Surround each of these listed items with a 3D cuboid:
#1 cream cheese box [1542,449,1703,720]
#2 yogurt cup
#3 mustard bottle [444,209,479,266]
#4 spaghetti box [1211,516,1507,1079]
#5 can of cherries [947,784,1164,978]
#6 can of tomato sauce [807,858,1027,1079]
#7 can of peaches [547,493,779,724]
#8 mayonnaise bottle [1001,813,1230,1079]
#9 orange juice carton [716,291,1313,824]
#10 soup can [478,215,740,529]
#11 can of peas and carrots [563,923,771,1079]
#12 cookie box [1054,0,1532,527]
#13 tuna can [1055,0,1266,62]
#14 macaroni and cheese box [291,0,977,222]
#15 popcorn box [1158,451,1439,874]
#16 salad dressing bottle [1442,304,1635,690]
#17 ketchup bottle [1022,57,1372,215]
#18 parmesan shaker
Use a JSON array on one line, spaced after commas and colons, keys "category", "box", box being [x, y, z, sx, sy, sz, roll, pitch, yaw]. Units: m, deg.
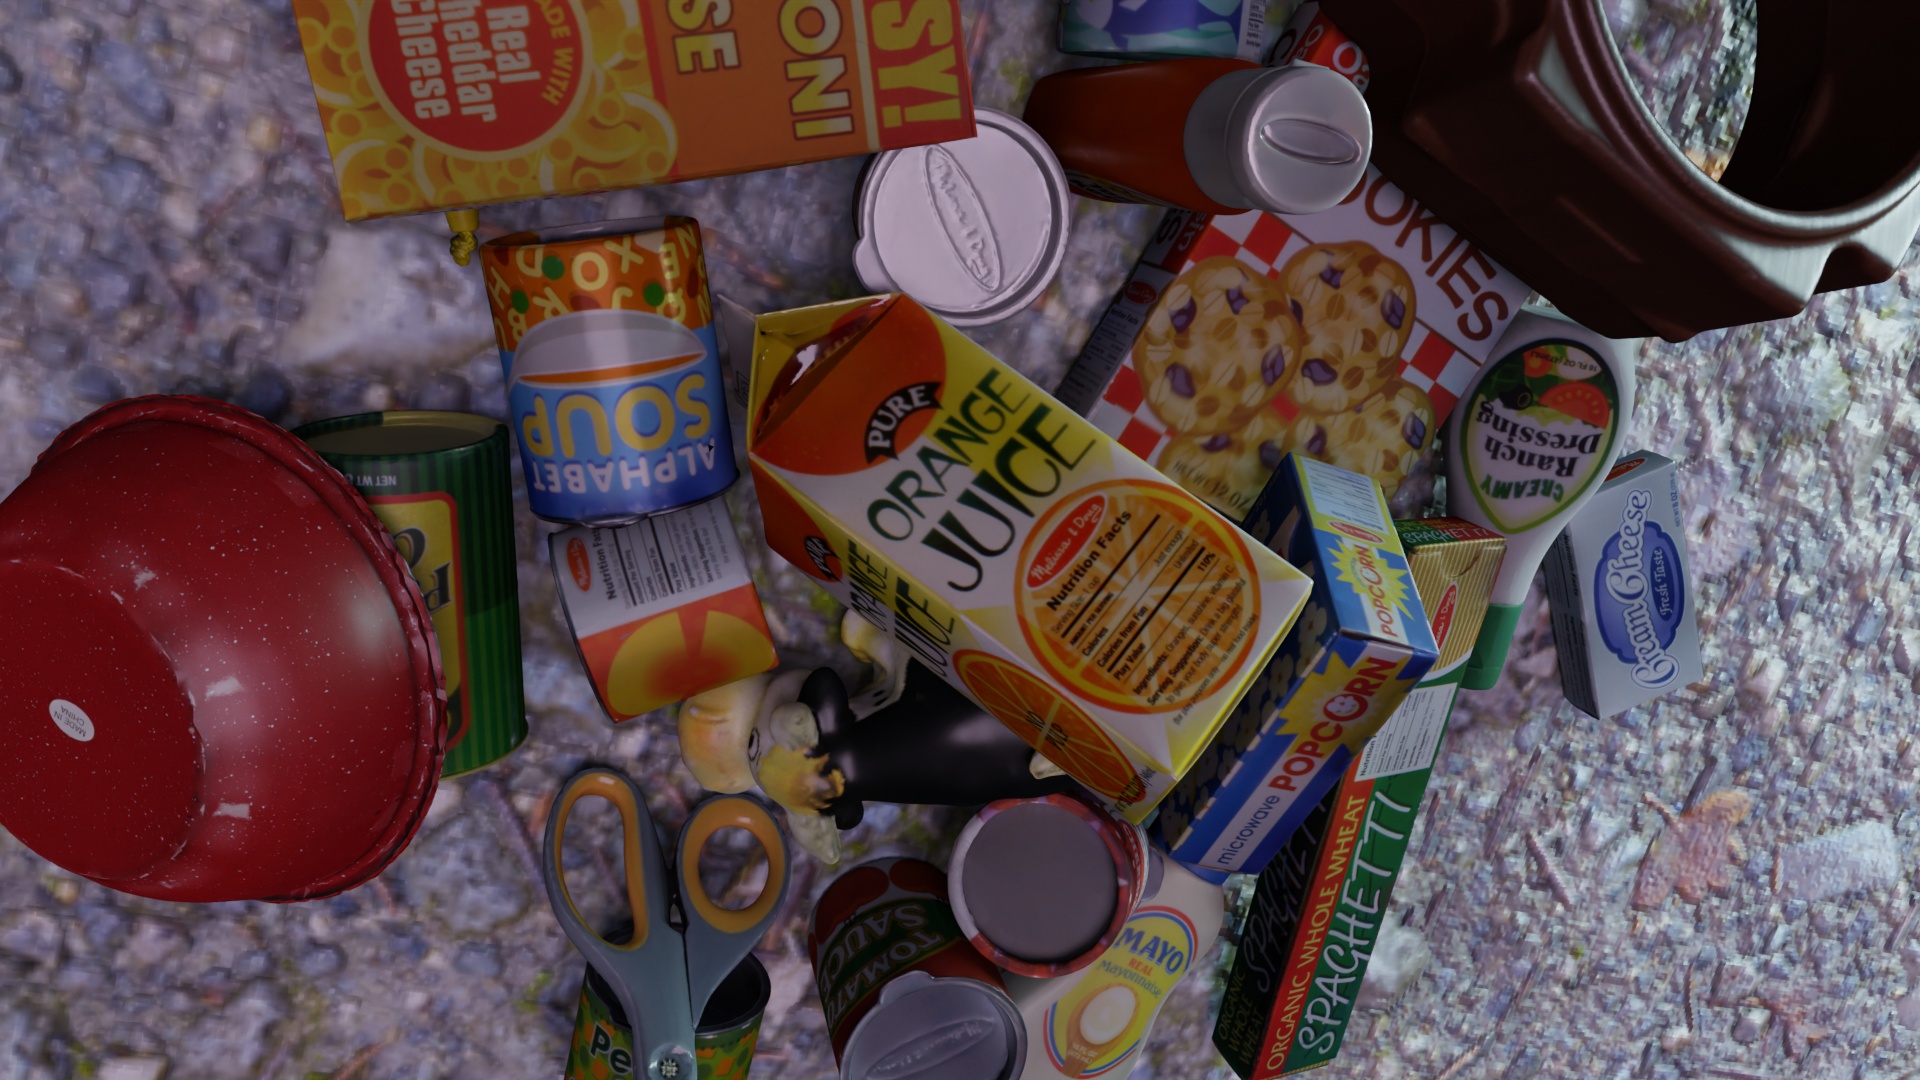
[{"category": "cream cheese box", "box": [0.274, 0.019, 0.579, 0.053, 0.024, 0.103, -21, 111, -6]}, {"category": "yogurt cup", "box": [-0.004, -0.105, 0.449, 0.072, 0.054, 0.072, -4, 108, -14]}, {"category": "mustard bottle", "box": [-0.152, -0.158, 0.395, 0.065, 0.049, 0.159, -8, 108, -11]}, {"category": "spaghetti box", "box": [0.153, 0.109, 0.550, 0.050, 0.029, 0.249, -3, 115, -28]}, {"category": "can of cherries", "box": [0.036, 0.121, 0.509, 0.071, 0.058, 0.071, -1, 86, 14]}, {"category": "can of tomato sauce", "box": [-0.020, 0.165, 0.512, 0.071, 0.083, 0.071, -4, 108, -14]}, {"category": "can of peaches", "box": [-0.096, 0.021, 0.458, 0.058, 0.071, 0.071, -19, 111, -9]}, {"category": "mayonnaise bottle", "box": [0.069, 0.156, 0.556, 0.065, 0.041, 0.148, 32, 97, -18]}, {"category": "orange juice carton", "box": [0.002, -0.005, 0.424, 0.193, 0.071, 0.073, 36, 71, 11]}, {"category": "soup can", "box": [-0.107, -0.053, 0.428, 0.071, 0.071, 0.083, -10, 109, -12]}, {"category": "can of peas and carrots", "box": [-0.108, 0.182, 0.501, 0.071, 0.071, 0.058, 10, 105, -18]}, {"category": "cookie box", "box": [0.129, -0.087, 0.499, 0.123, 0.040, 0.167, 29, 98, -22]}, {"category": "tuna can", "box": [0.061, -0.170, 0.441, 0.071, 0.071, 0.032, -1, 108, -15]}, {"category": "macaroni and cheese box", "box": [-0.086, -0.156, 0.362, 0.167, 0.040, 0.123, -11, 107, -11]}, {"category": "popcorn box", "box": [0.108, 0.045, 0.483, 0.038, 0.085, 0.126, 14, 131, -13]}, {"category": "salad dressing bottle", "box": [0.212, -0.015, 0.538, 0.064, 0.044, 0.147, 15, 109, 12]}, {"category": "ketchup bottle", "box": [0.068, -0.120, 0.413, 0.065, 0.149, 0.043, 7, 104, -17]}, {"category": "parmesan shaker", "box": [-0.175, 0.016, 0.435, 0.071, 0.071, 0.102, -3, 107, -14]}]
